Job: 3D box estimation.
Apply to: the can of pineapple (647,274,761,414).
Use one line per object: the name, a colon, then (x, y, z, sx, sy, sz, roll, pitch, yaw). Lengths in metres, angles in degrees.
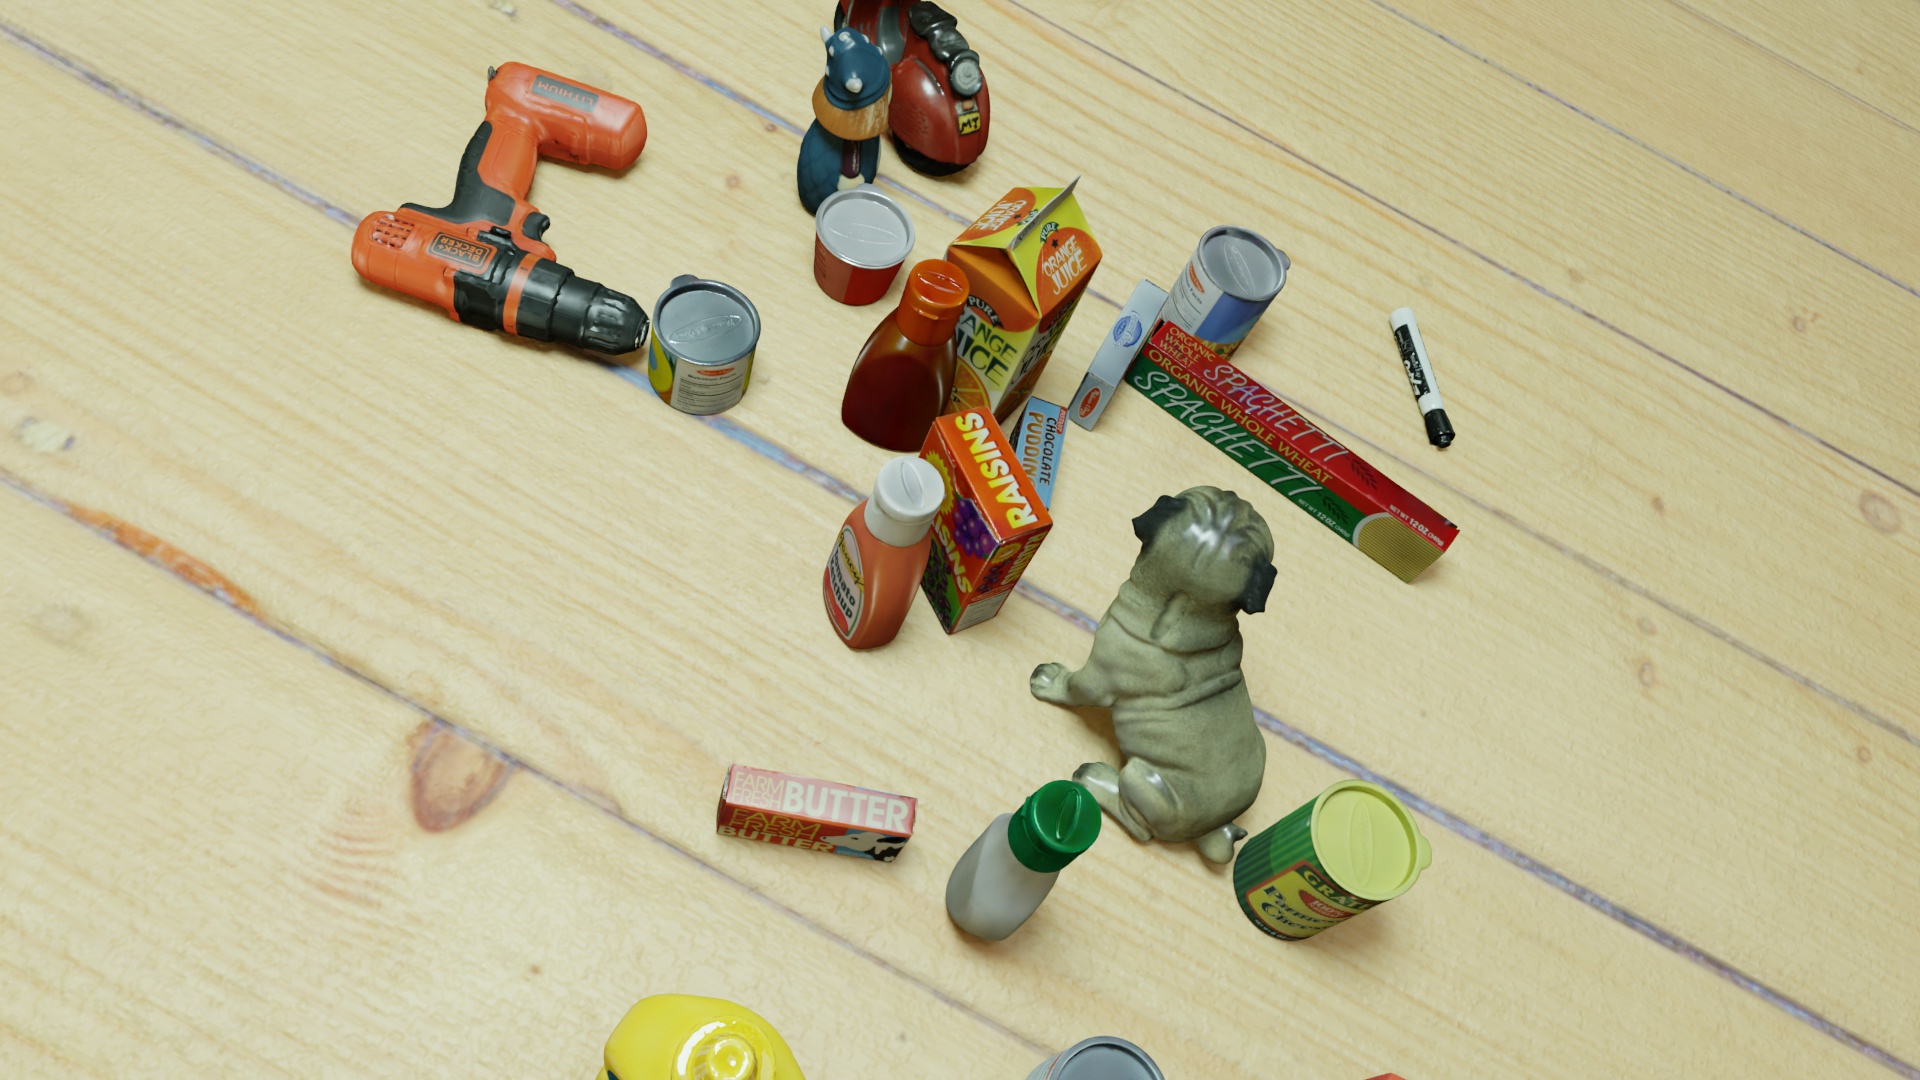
can of pineapple: (-0.163, -0.123, 0.876, 0.071, 0.057, 0.071, 7, 60, -13)

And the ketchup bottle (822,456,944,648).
ketchup bottle: (-0.043, 0.005, 0.786, 0.044, 0.148, 0.065, -11, 65, -22)

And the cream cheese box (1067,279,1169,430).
cream cheese box: (0.108, -0.129, 0.965, 0.024, 0.053, 0.104, 30, 57, 1)

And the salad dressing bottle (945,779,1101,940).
salad dressing bottle: (0.031, 0.165, 0.718, 0.044, 0.147, 0.064, 23, 58, -3)

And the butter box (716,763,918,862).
butter box: (-0.079, 0.148, 0.750, 0.103, 0.053, 0.024, 12, 59, -10)

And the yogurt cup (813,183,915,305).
yogurt cup: (-0.069, -0.198, 0.949, 0.072, 0.053, 0.073, 7, 60, -13)

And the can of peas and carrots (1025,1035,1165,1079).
can of peas and carrots: (0.068, 0.294, 0.709, 0.071, 0.058, 0.071, 7, 60, -13)

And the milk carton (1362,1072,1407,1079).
milk carton: (0.187, 0.311, 0.657, 0.073, 0.189, 0.073, 43, 59, 9)

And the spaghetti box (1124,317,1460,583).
spaghetti box: (0.226, -0.062, 0.964, 0.250, 0.050, 0.029, 37, 58, 5)

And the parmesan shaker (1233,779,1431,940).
parmesan shaker: (0.208, 0.184, 0.787, 0.071, 0.102, 0.071, 7, 60, -13)

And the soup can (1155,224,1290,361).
soup can: (0.187, -0.174, 0.996, 0.071, 0.083, 0.071, 7, 60, -13)

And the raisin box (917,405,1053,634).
raisin box: (0.003, -0.010, 0.824, 0.040, 0.122, 0.086, -18, 68, -25)

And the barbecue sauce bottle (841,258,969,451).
barbecue sauce bottle: (-0.030, -0.113, 0.857, 0.065, 0.147, 0.044, 21, 58, -5)

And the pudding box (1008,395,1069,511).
pudding box: (0.044, -0.045, 0.900, 0.030, 0.049, 0.084, 18, 58, -6)

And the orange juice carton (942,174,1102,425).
orange juice carton: (0.026, -0.147, 0.867, 0.073, 0.191, 0.072, 39, 58, 7)
